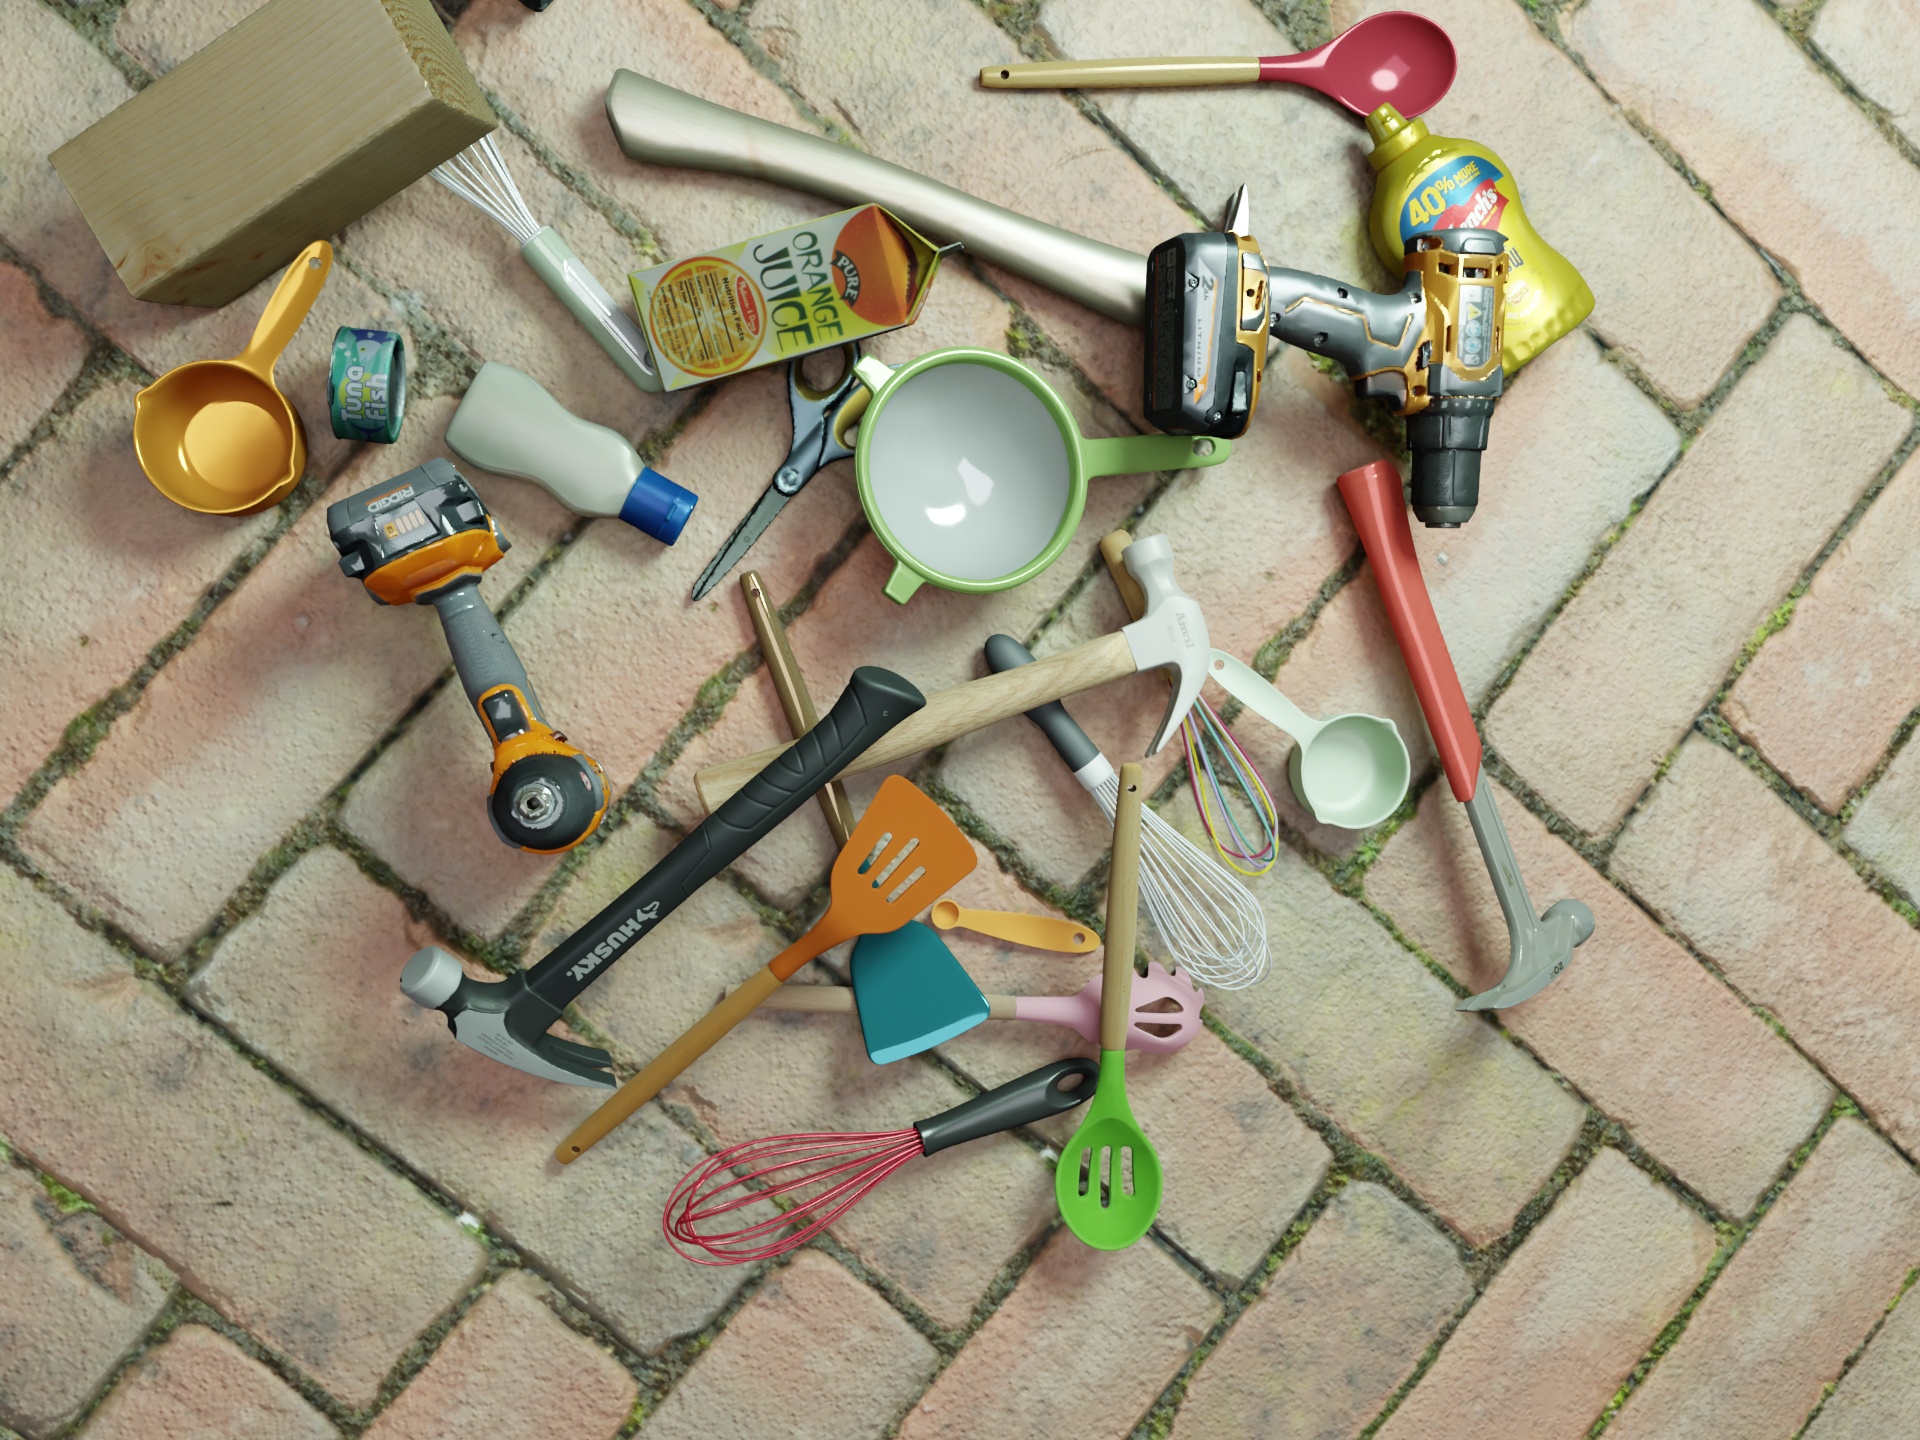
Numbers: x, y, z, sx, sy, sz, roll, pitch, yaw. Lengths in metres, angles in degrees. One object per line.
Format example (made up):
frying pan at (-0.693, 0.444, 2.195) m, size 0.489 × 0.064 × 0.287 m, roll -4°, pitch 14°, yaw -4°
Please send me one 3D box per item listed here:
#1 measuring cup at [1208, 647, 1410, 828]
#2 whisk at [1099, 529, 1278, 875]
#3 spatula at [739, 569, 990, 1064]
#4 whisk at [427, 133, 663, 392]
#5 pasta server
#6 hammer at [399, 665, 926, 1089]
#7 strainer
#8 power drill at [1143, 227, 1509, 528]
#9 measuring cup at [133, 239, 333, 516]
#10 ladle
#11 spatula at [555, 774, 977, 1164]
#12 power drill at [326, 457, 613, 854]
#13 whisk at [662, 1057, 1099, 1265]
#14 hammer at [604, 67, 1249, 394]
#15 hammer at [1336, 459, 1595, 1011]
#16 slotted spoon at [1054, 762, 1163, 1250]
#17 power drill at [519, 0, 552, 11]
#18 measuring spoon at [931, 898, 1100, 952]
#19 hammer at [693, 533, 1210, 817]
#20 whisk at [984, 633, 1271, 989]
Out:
measuring cup at (0.220, 0.006, 1.053) m, size 0.167 × 0.038 × 0.083 m, roll 37°, pitch 85°, yaw -7°
whisk at (0.148, -0.010, 1.038) m, size 0.047 × 0.051 × 0.245 m, roll -25°, pitch 93°, yaw -2°
spatula at (-0.076, 0.054, 1.000) m, size 0.082 × 0.044 × 0.317 m, roll -22°, pitch 94°, yaw -9°
whisk at (-0.261, -0.296, 0.958) m, size 0.246 × 0.059 × 0.058 m, roll 49°, pitch 48°, yaw -12°
pasta server at (0.007, 0.183, 1.028) m, size 0.316 × 0.040 × 0.060 m, roll 4°, pitch 91°, yaw -6°
hammer at (-0.154, 0.088, 0.936) m, size 0.335 × 0.035 × 0.146 m, roll -40°, pitch 125°, yaw 4°
strainer at (0.047, -0.159, 1.010) m, size 0.256 × 0.069 × 0.151 m, roll -9°, pitch 91°, yaw -21°
power drill at (0.232, -0.212, 0.988) m, size 0.226 × 0.084 × 0.185 m, roll -2°, pitch 98°, yaw -13°
measuring cup at (-0.409, -0.200, 0.933) m, size 0.095 × 0.052 × 0.173 m, roll 28°, pitch 85°, yaw -9°
ladle at (0.168, -0.423, 1.036) m, size 0.315 × 0.031 × 0.069 m, roll -4°, pitch 100°, yaw -8°
spatula at (-0.129, 0.166, 0.975) m, size 0.322 × 0.041 × 0.081 m, roll -41°, pitch 107°, yaw 9°
power drill at (-0.270, -0.028, 0.905) m, size 0.084 × 0.164 × 0.226 m, roll -26°, pitch 94°, yaw -9°
whisk at (-0.044, 0.272, 1.008) m, size 0.296 × 0.073 × 0.073 m, roll -17°, pitch 94°, yaw -15°
hammer at (-0.017, -0.332, 1.003) m, size 0.410 × 0.038 × 0.146 m, roll 17°, pitch 87°, yaw -9°
hammer at (0.318, 0.005, 1.046) m, size 0.149 × 0.037 × 0.359 m, roll -21°, pitch 91°, yaw -42°
slotted spoon at (0.100, 0.181, 1.002) m, size 0.070 × 0.031 × 0.313 m, roll 2°, pitch 99°, yaw -4°
power drill at (-0.297, -0.525, 0.897) m, size 0.219 × 0.143 × 0.078 m, roll 43°, pitch 82°, yaw -11°
measuring spoon at (0.036, 0.135, 1.040) m, size 0.117 × 0.011 × 0.021 m, roll 12°, pitch 89°, yaw -13°
hammer at (-0.002, -0.003, 0.984) m, size 0.331 × 0.031 × 0.130 m, roll -20°, pitch 84°, yaw -7°
whisk at (0.105, 0.059, 1.029) m, size 0.070 × 0.070 × 0.284 m, roll -38°, pitch 92°, yaw -7°
